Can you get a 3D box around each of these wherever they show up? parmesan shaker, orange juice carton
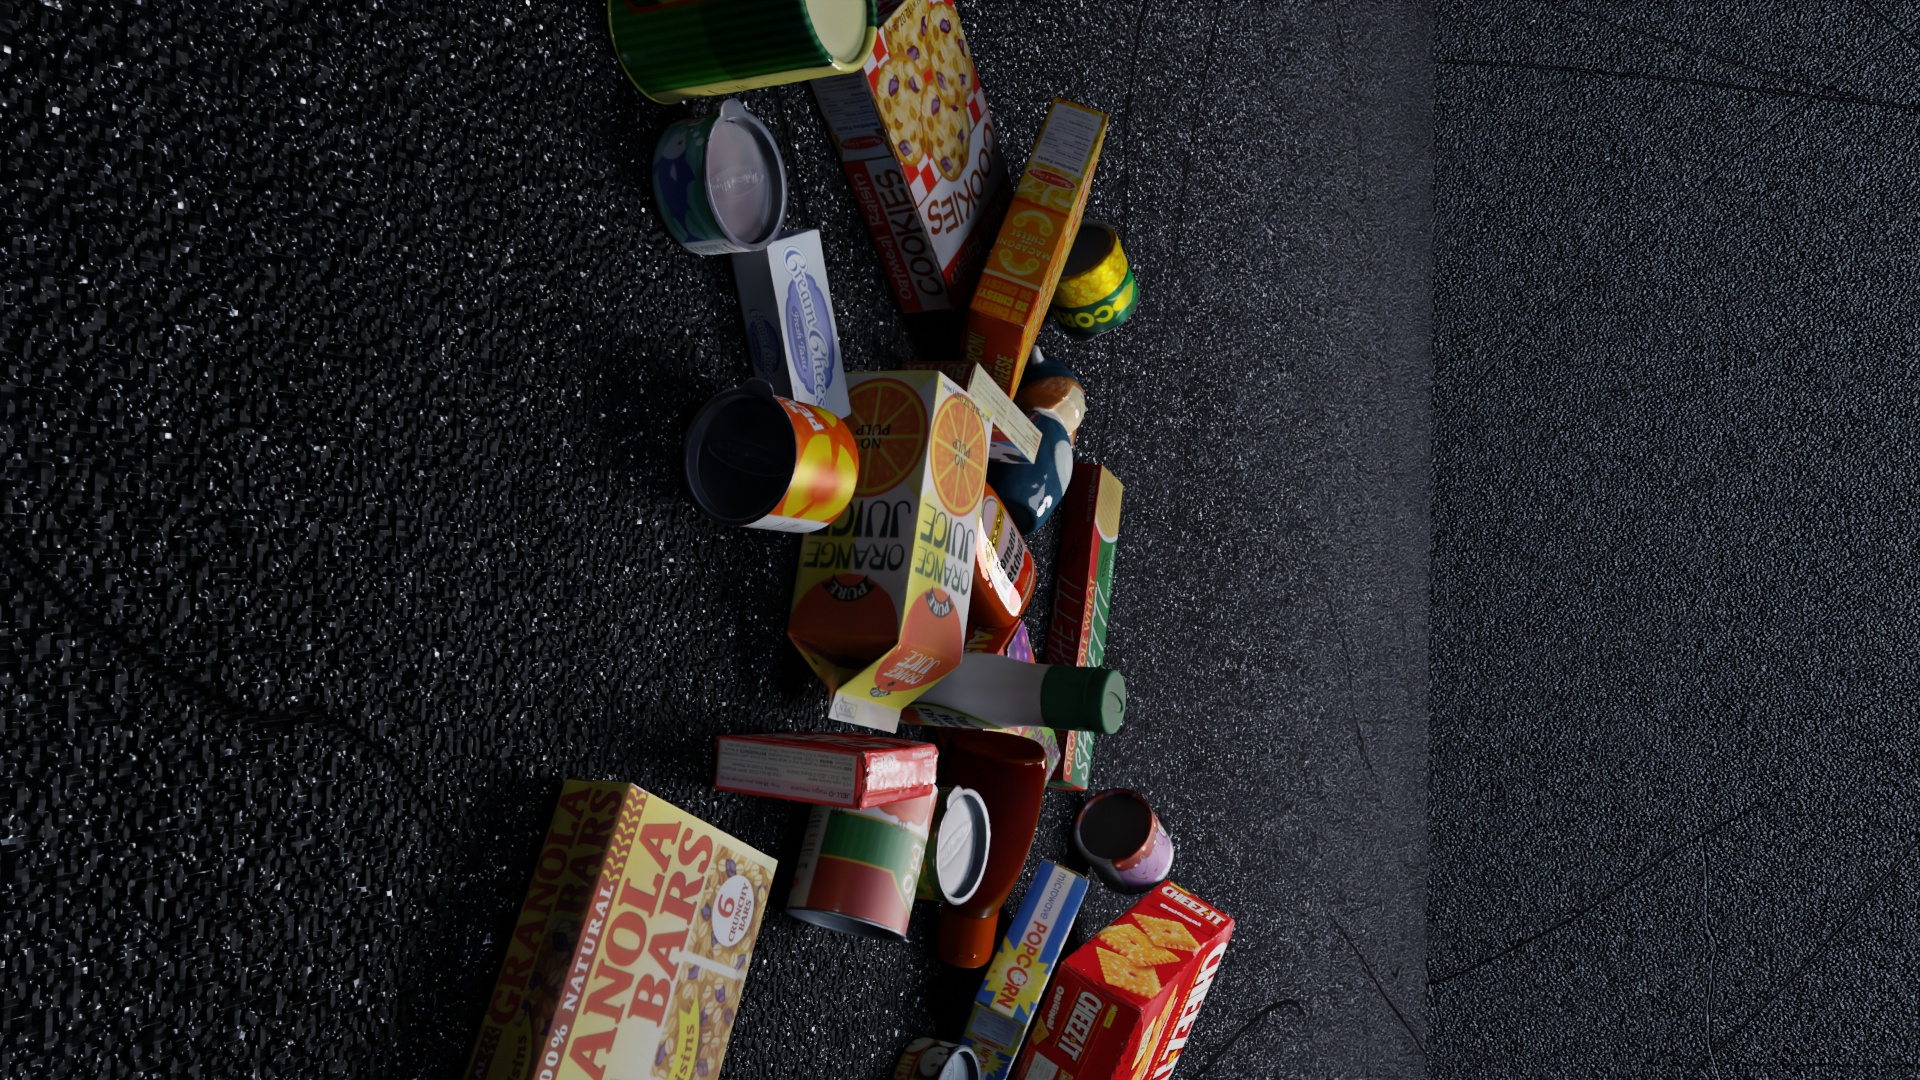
[{"bbox_3d":[-0.096,-0.239,0.626,0.071,0.103,0.071,-1,91,-62],"label":"parmesan shaker"},{"bbox_3d":[-0.039,0.007,0.769,0.071,0.073,0.193,31,64,-59],"label":"orange juice carton"}]

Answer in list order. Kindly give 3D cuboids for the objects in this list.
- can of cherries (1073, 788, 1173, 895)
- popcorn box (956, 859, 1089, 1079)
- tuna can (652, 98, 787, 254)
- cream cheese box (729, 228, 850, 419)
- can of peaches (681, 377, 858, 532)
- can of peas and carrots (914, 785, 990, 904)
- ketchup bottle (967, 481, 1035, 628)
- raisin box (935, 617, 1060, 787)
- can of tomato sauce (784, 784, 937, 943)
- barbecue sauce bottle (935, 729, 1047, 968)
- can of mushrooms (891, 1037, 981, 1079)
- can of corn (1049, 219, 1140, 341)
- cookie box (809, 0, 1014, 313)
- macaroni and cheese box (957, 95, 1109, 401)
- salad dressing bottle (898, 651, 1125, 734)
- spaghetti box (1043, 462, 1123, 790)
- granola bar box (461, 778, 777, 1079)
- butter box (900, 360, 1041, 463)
[{"bbox_3d":[0.130,0.236,1.099,0.058,0.071,0.072,57,42,-45],"label":"can of cherries"},{"bbox_3d":[0.041,0.288,0.928,0.127,0.038,0.084,-54,164,-48],"label":"popcorn box"},{"bbox_3d":[-0.115,-0.173,0.666,0.071,0.033,0.071,-2,92,-62],"label":"tuna can"},{"bbox_3d":[-0.088,-0.108,0.728,0.053,0.024,0.103,-39,125,-57],"label":"cream cheese box"},{"bbox_3d":[-0.091,-0.040,0.676,0.058,0.071,0.071,10,82,-63],"label":"can of peaches"},{"bbox_3d":[-0.024,0.175,0.816,0.071,0.058,0.071,1,89,-62],"label":"can of peas and carrots"},{"bbox_3d":[0.003,-0.011,0.882,0.148,0.043,0.065,61,40,-42],"label":"ketchup bottle"},{"bbox_3d":[0.024,0.124,0.927,0.086,0.040,0.123,-53,134,-48],"label":"raisin box"},{"bbox_3d":[-0.051,0.168,0.753,0.071,0.071,0.083,48,49,-52],"label":"can of tomato sauce"},{"bbox_3d":[0.012,0.195,0.871,0.044,0.065,0.148,-97,-165,-74],"label":"barbecue sauce bottle"},{"bbox_3d":[-0.017,0.344,0.858,0.071,0.033,0.071,-5,95,-62],"label":"can of mushrooms"},{"bbox_3d":[0.092,-0.192,1.024,0.058,0.071,0.071,58,42,-45],"label":"can of corn"},{"bbox_3d":[-0.023,-0.239,0.833,0.123,0.040,0.166,-63,142,-40],"label":"cookie box"},{"bbox_3d":[0.043,-0.178,0.889,0.123,0.040,0.167,101,10,-68],"label":"macaroni and cheese box"},{"bbox_3d":[0.020,0.088,0.803,0.064,0.147,0.044,40,56,-56],"label":"salad dressing bottle"},{"bbox_3d":[0.090,0.065,1.064,0.050,0.028,0.250,34,60,-57],"label":"spaghetti box"},{"bbox_3d":[-0.147,0.201,0.602,0.124,0.039,0.166,49,49,-53],"label":"granola bar box"},{"bbox_3d":[0.007,-0.080,0.878,0.103,0.053,0.024,40,59,-55],"label":"butter box"}]
